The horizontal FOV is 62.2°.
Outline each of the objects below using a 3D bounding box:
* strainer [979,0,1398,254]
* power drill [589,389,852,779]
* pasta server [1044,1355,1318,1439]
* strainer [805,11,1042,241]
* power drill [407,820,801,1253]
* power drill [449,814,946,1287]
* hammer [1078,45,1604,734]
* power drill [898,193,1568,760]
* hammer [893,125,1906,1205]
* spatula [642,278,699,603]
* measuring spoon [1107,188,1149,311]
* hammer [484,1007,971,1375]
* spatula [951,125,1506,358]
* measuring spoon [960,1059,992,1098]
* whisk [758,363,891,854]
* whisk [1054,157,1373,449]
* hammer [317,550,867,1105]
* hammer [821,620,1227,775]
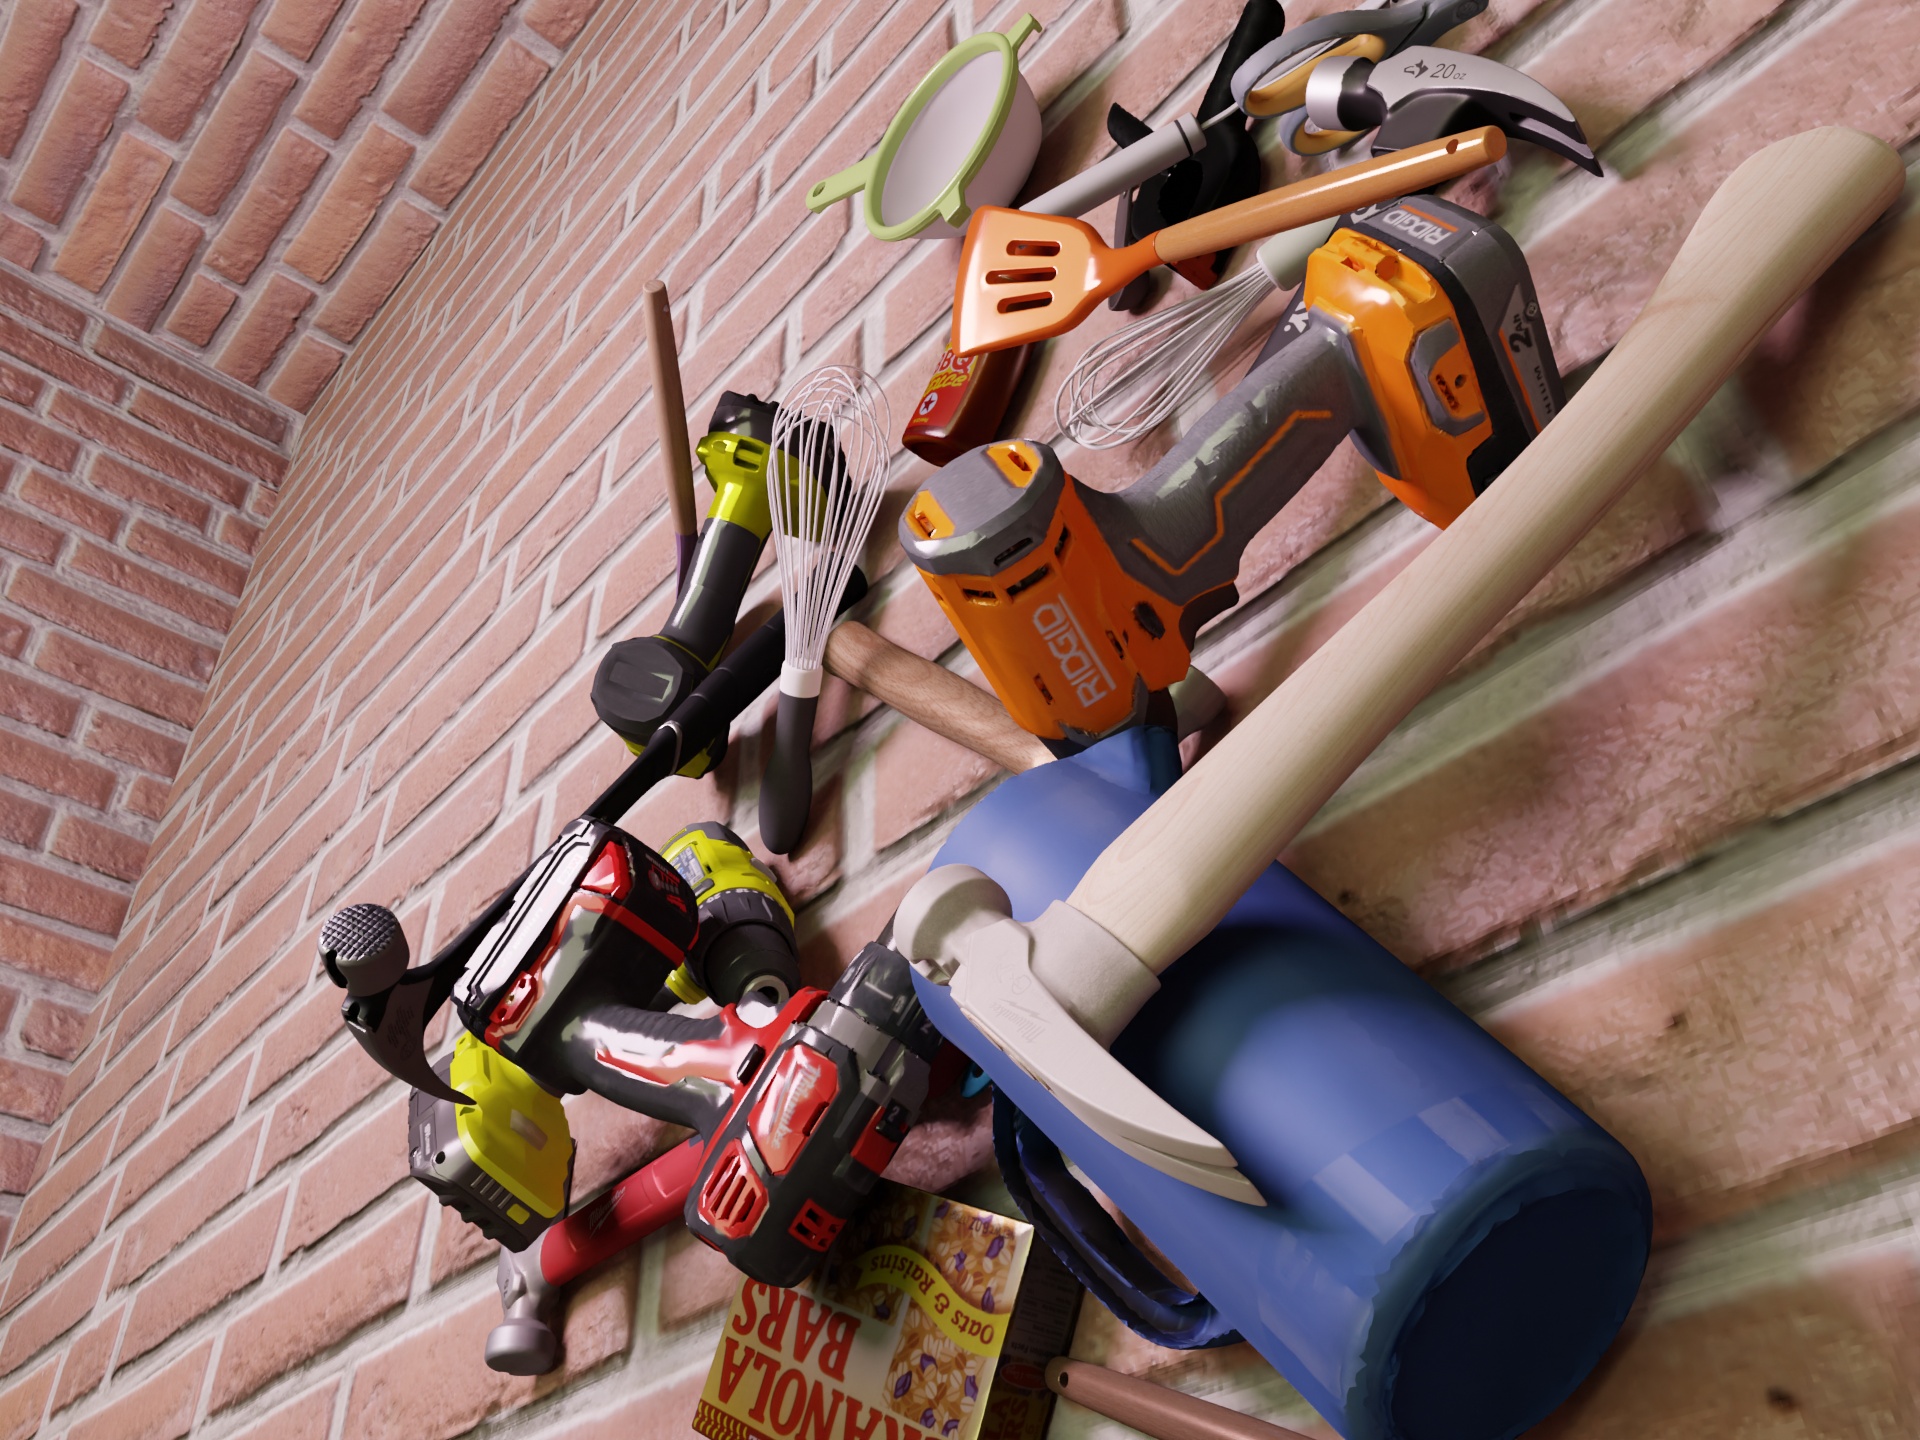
[{"bbox_3d":[0.124,-0.298,0.801,0.258,0.050,0.087,-26,18,12],"label":"strainer"},{"bbox_3d":[-0.147,-0.076,0.996,0.171,0.080,0.223,78,-147,-75],"label":"power drill"},{"bbox_3d":[0.128,0.228,0.465,0.316,0.040,0.060,-12,57,56],"label":"pasta server"},{"bbox_3d":[-0.023,-0.375,1.101,0.256,0.069,0.151,6,73,57],"label":"strainer"},{"bbox_3d":[-0.181,0.166,0.845,0.228,0.080,0.191,-43,23,-3],"label":"power drill"},{"bbox_3d":[-0.101,0.118,0.709,0.227,0.080,0.188,21,71,38],"label":"power drill"},{"bbox_3d":[0.133,-0.133,0.670,0.146,0.035,0.335,30,88,46],"label":"hammer"},{"bbox_3d":[0.109,-0.070,0.591,0.226,0.164,0.084,-32,36,1],"label":"power drill"},{"bbox_3d":[0.163,-0.041,0.487,0.410,0.038,0.146,-45,40,-10],"label":"hammer"},{"bbox_3d":[-0.174,-0.142,1.002,0.315,0.018,0.060,93,-159,-51],"label":"spatula"},{"bbox_3d":[0.099,-0.274,0.905,0.034,0.018,0.124,117,165,-47],"label":"measuring spoon"},{"bbox_3d":[-0.130,0.217,0.828,0.386,0.038,0.143,-37,38,34],"label":"hammer"},{"bbox_3d":[0.099,-0.215,0.697,0.323,0.041,0.081,6,86,58],"label":"spatula"},{"bbox_3d":[0.032,0.111,0.691,0.128,0.021,0.042,-55,32,7],"label":"measuring spoon"},{"bbox_3d":[-0.082,-0.054,0.873,0.070,0.070,0.284,-133,48,-57],"label":"whisk"},{"bbox_3d":[0.144,-0.209,0.760,0.246,0.059,0.058,-35,43,28],"label":"whisk"},{"bbox_3d":[-0.169,0.033,0.857,0.036,0.149,0.409,22,48,21],"label":"hammer"},{"bbox_3d":[-0.001,-0.003,0.807,0.130,0.031,0.331,-51,29,-6],"label":"hammer"}]
